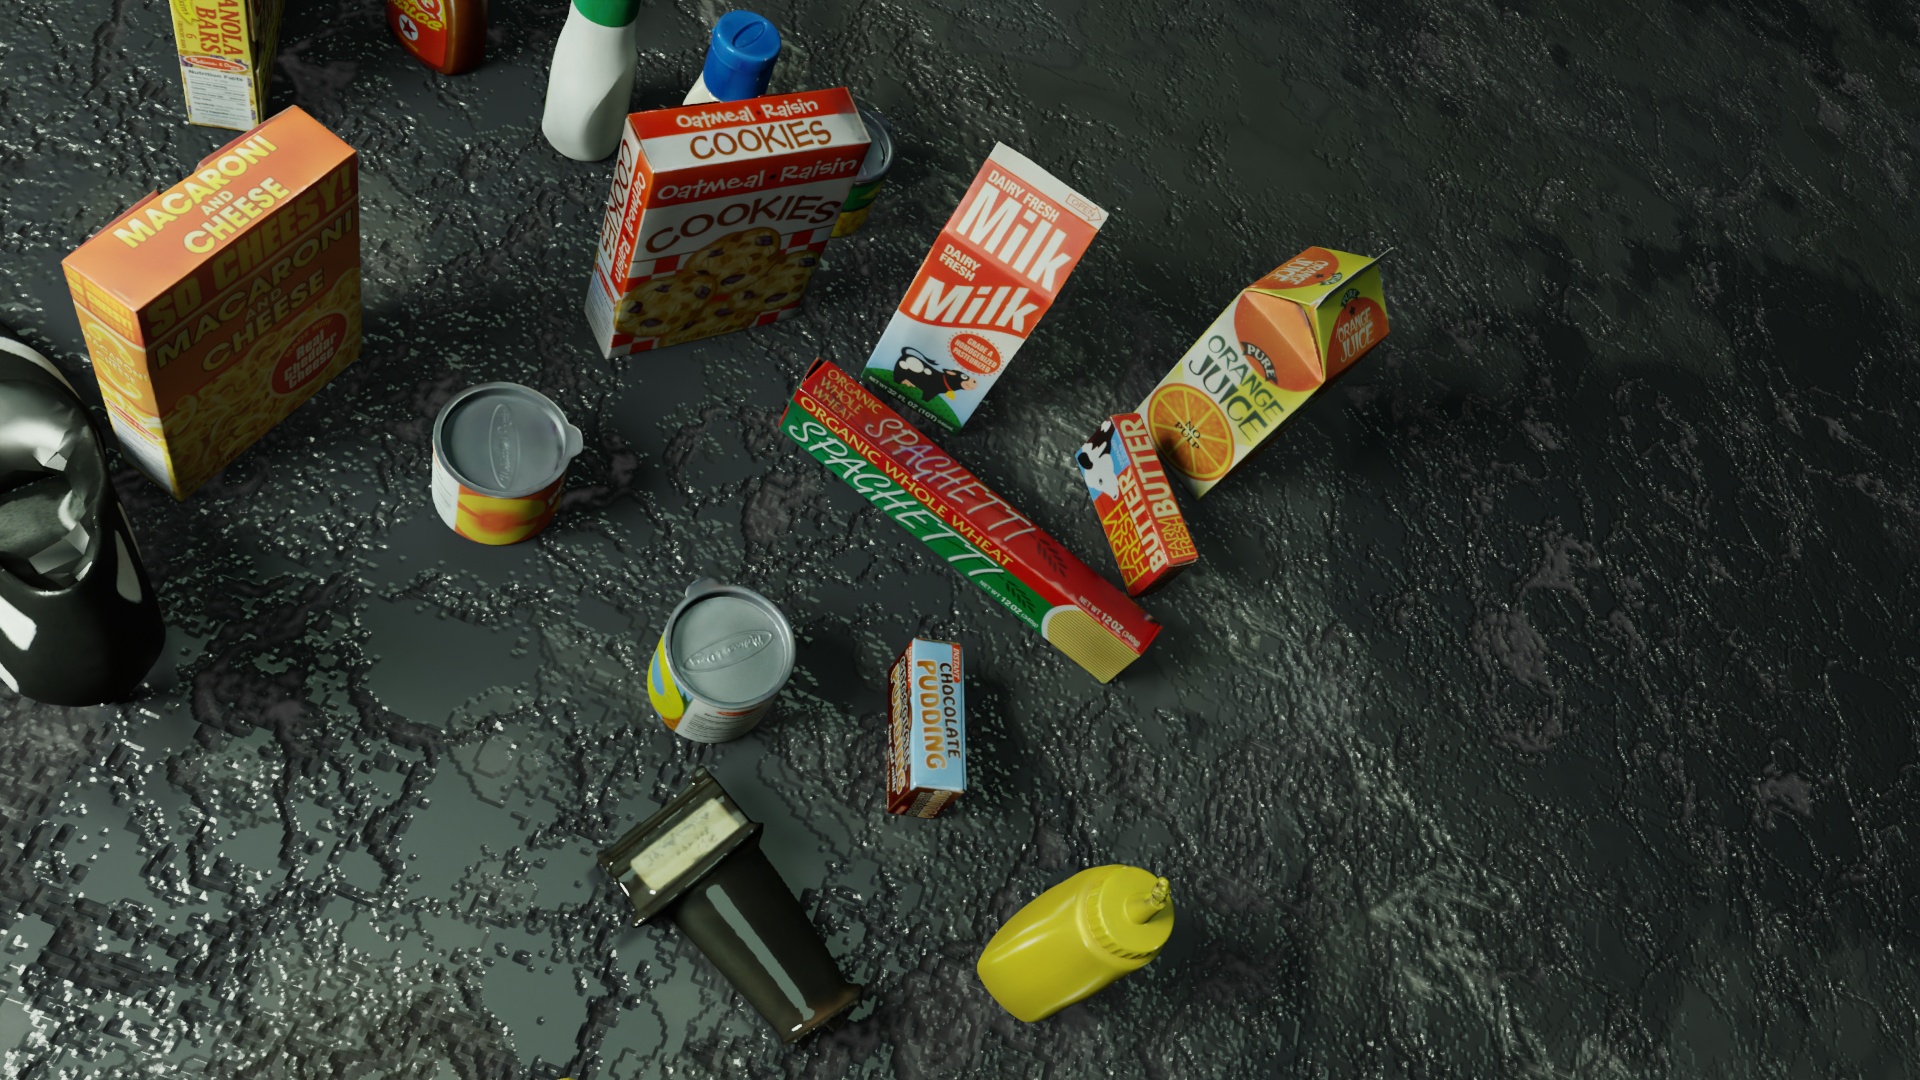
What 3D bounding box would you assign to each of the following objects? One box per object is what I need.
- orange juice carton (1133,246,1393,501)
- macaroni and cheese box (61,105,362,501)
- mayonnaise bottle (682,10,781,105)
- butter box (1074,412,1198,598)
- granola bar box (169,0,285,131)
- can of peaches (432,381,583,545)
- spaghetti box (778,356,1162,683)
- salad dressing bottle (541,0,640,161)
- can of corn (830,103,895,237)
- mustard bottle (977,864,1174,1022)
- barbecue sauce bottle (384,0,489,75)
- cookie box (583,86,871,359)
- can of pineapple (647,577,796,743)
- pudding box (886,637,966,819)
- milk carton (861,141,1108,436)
[{"bbox_3d":[0.189,-0.109,0.847,0.072,0.191,0.073,-33,80,-32],"label":"orange juice carton"},{"bbox_3d":[-0.336,-0.105,0.641,0.040,0.165,0.124,37,56,-2],"label":"macaroni and cheese box"},{"bbox_3d":[-0.139,-0.240,0.806,0.041,0.147,0.065,37,56,-1],"label":"mayonnaise bottle"},{"bbox_3d":[0.107,-0.021,0.850,0.024,0.053,0.104,-9,68,-26],"label":"butter box"},{"bbox_3d":[-0.395,-0.328,0.760,0.039,0.123,0.166,5,62,-20],"label":"granola bar box"},{"bbox_3d":[-0.234,-0.038,0.714,0.071,0.057,0.071,10,61,-18],"label":"can of peaches"},{"bbox_3d":[0.003,-0.010,0.803,0.250,0.050,0.029,38,56,0],"label":"spaghetti box"},{"bbox_3d":[-0.209,-0.283,0.800,0.044,0.147,0.064,30,57,-6],"label":"salad dressing bottle"},{"bbox_3d":[-0.080,-0.237,0.883,0.071,0.058,0.071,10,61,-18],"label":"can of corn"},{"bbox_3d":[0.061,0.186,0.657,0.049,0.159,0.065,48,57,6],"label":"mustard bottle"},{"bbox_3d":[-0.297,-0.339,0.792,0.065,0.147,0.044,43,56,3],"label":"barbecue sauce bottle"},{"bbox_3d":[-0.132,-0.172,0.762,0.123,0.166,0.040,-18,72,-29],"label":"cookie box"},{"bbox_3d":[-0.123,0.062,0.707,0.071,0.057,0.071,10,61,-18],"label":"can of pineapple"},{"bbox_3d":[-0.018,0.099,0.736,0.030,0.049,0.084,9,61,-18],"label":"pudding box"},{"bbox_3d":[0.015,-0.147,0.796,0.072,0.189,0.074,32,57,-5],"label":"milk carton"}]
